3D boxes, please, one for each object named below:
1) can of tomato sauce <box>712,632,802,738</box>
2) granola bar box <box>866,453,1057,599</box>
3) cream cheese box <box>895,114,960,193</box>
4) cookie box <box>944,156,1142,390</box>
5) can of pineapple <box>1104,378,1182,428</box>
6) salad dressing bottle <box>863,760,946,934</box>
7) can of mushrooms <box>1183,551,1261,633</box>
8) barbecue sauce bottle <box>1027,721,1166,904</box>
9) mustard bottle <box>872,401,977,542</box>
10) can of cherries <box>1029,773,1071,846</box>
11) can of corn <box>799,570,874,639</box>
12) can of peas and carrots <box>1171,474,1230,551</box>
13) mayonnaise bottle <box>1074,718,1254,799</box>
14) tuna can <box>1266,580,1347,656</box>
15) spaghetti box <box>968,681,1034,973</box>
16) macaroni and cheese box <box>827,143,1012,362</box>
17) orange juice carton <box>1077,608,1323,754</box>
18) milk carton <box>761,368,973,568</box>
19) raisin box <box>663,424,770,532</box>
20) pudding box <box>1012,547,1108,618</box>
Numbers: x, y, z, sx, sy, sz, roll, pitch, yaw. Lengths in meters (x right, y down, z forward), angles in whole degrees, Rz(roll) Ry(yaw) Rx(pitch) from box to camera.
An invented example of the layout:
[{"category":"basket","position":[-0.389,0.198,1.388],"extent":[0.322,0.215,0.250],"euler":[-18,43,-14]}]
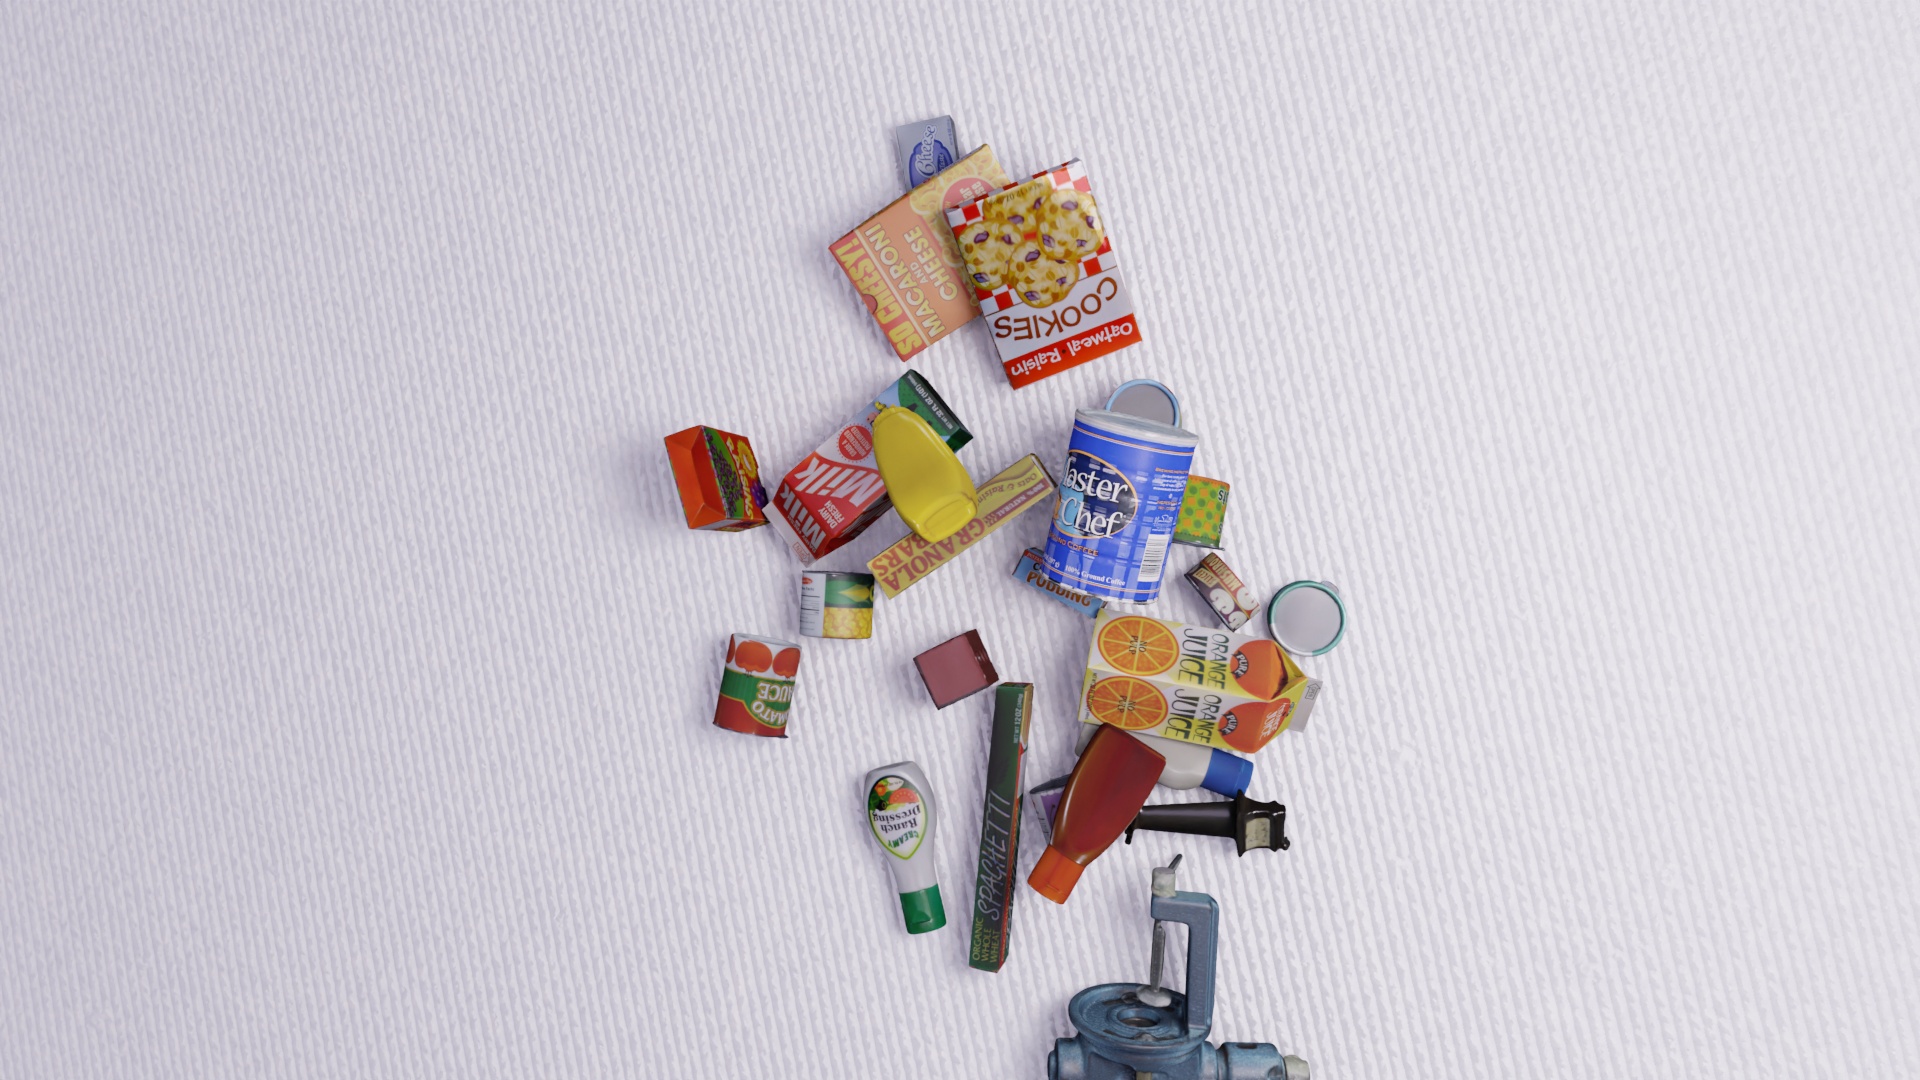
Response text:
[{"category":"can of tomato sauce","position":[-0.181,0.131,1.254],"extent":[0.071,0.071,0.083],"euler":[11,89,10]},{"category":"granola bar box","position":[0.004,-0.015,1.200],"extent":[0.165,0.124,0.039],"euler":[-34,90,6]},{"category":"cream cheese box","position":[-0.025,-0.331,1.269],"extent":[0.053,0.024,0.104],"euler":[-10,86,10]},{"category":"cookie box","position":[0.073,-0.229,1.206],"extent":[0.123,0.040,0.167],"euler":[-21,109,3]},{"category":"can of pineapple","position":[0.160,-0.107,1.212],"extent":[0.071,0.058,0.071],"euler":[0,88,10]},{"category":"salad dressing bottle","position":[-0.046,0.273,1.238],"extent":[0.064,0.044,0.147],"euler":[-14,86,8]},{"category":"can of mushrooms","position":[0.224,0.043,1.190],"extent":[0.033,0.071,0.071],"euler":[-39,83,5]},{"category":"barbecue sauce bottle","position":[0.108,0.228,1.149],"extent":[0.065,0.043,0.148],"euler":[31,88,0]},{"category":"mustard bottle","position":[-0.039,-0.068,1.151],"extent":[0.065,0.048,0.161],"euler":[-33,47,5]},{"category":"can of cherries","position":[0.102,0.234,1.204],"extent":[0.071,0.071,0.058],"euler":[-19,85,8]},{"category":"can of corn","position":[-0.108,0.057,1.247],"extent":[0.071,0.071,0.058],"euler":[3,89,10]},{"category":"can of peas and carrots","position":[0.198,-0.026,1.199],"extent":[0.071,0.071,0.058],"euler":[10,89,10]},{"category":"mayonnaise bottle","position":[0.177,0.183,1.200],"extent":[0.148,0.041,0.065],"euler":[20,49,7]},{"category":"tuna can","position":[0.300,0.065,1.195],"extent":[0.071,0.033,0.071],"euler":[0,88,10]},{"category":"spaghetti box","position":[0.037,0.250,1.222],"extent":[0.029,0.050,0.250],"euler":[5,89,11]},{"category":"macaroni and cheese box","position":[-0.015,-0.255,1.236],"extent":[0.166,0.040,0.123],"euler":[-32,105,7]},{"category":"orange juice carton","position":[0.202,0.122,1.172],"extent":[0.193,0.073,0.071],"euler":[10,133,6]},{"category":"milk carton","position":[-0.087,-0.061,1.243],"extent":[0.190,0.073,0.072],"euler":[-39,81,6]},{"category":"raisin box","position":[-0.214,-0.053,1.238],"extent":[0.040,0.123,0.086],"euler":[-18,86,9]},{"category":"pudding box","position":[0.091,0.037,1.222],"extent":[0.084,0.049,0.030],"euler":[27,94,9]}]
